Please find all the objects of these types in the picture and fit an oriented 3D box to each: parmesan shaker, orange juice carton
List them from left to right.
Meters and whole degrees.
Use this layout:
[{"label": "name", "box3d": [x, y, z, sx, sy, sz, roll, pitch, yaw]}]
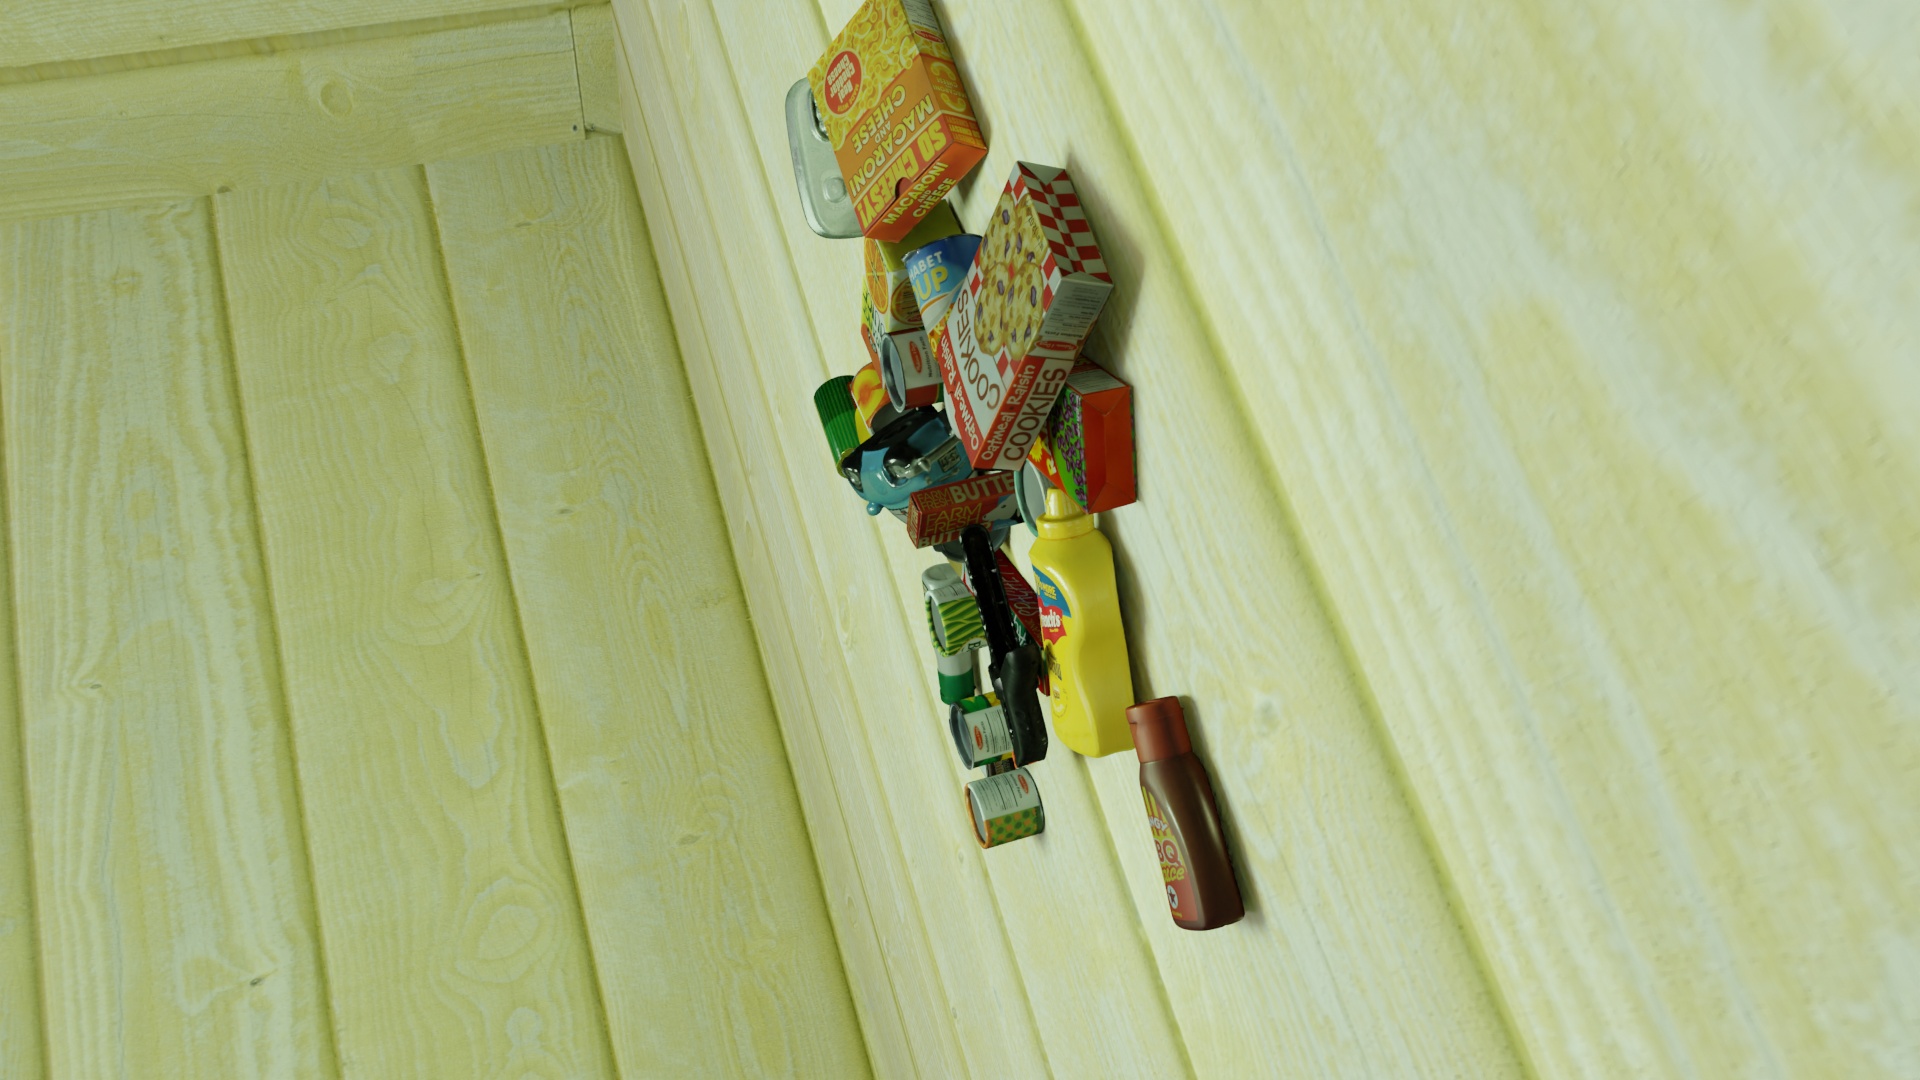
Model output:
[{"label": "parmesan shaker", "box3d": [-0.124, -0.131, 1.581, 0.071, 0.071, 0.103, 102, 151, -57]}, {"label": "orange juice carton", "box3d": [-0.042, -0.200, 1.218, 0.191, 0.073, 0.072, 99, 153, -56]}]

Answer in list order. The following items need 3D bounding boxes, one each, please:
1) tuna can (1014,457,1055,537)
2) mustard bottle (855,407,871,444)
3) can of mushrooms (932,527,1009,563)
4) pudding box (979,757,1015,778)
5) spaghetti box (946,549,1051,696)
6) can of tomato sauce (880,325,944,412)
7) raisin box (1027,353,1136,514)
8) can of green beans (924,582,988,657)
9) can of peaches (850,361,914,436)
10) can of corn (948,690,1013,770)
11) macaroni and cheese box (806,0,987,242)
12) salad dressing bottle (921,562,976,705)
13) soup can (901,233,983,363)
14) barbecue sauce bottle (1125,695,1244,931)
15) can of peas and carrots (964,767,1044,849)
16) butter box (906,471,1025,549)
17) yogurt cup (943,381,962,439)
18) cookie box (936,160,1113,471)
[{"label": "tuna can", "box3d": [0.066, -0.036, 1.043, 0.071, 0.033, 0.071, 168, 89, -74]}, {"label": "mustard bottle", "box3d": [-0.068, -0.076, 1.462, 0.065, 0.049, 0.161, 103, 149, -59]}, {"label": "can of mushrooms", "box3d": [0.004, -0.015, 1.211, 0.033, 0.071, 0.070, -119, 21, -48]}, {"label": "pudding box", "box3d": [0.026, 0.198, 1.395, 0.084, 0.030, 0.049, -130, 29, -59]}, {"label": "spaghetti box", "box3d": [0.038, 0.050, 1.224, 0.251, 0.029, 0.050, -127, 28, -56]}, {"label": "can of tomato sauce", "box3d": [-0.018, -0.147, 1.154, 0.071, 0.083, 0.071, 168, 89, -75]}, {"label": "raisin box", "box3d": [0.076, -0.081, 0.956, 0.124, 0.040, 0.085, -129, 29, -60]}, {"label": "can of green beans", "box3d": [0.003, 0.073, 1.314, 0.071, 0.058, 0.071, 168, 89, -75]}, {"label": "can of peaches", "box3d": [-0.068, -0.140, 1.379, 0.070, 0.071, 0.058, 95, 157, -49]}, {"label": "can of corn", "box3d": [0.026, 0.178, 1.320, 0.071, 0.058, 0.071, 168, 89, -75]}, {"label": "macaroni and cheese box", "box3d": [-0.054, -0.341, 1.102, 0.123, 0.040, 0.167, -37, 64, 42]}, {"label": "salad dressing bottle", "box3d": [-0.009, 0.097, 1.409, 0.064, 0.044, 0.147, -130, 30, -61]}, {"label": "soup can", "box3d": [-0.003, -0.188, 1.088, 0.071, 0.071, 0.084, 130, 125, -71]}, {"label": "barbecue sauce bottle", "box3d": [0.146, 0.179, 0.919, 0.064, 0.044, 0.148, 146, 111, -75]}, {"label": "can of peas and carrots", "box3d": [0.041, 0.259, 1.337, 0.071, 0.059, 0.071, 168, 89, -75]}, {"label": "butter box", "box3d": [0.009, -0.027, 1.122, 0.052, 0.104, 0.024, 101, 151, -55]}, {"label": "yogurt cup", "box3d": [0.020, -0.112, 1.104, 0.072, 0.054, 0.072, 168, 89, -76]}, {"label": "cookie box", "box3d": [0.037, -0.146, 0.927, 0.166, 0.040, 0.123, 116, 149, -43]}]
